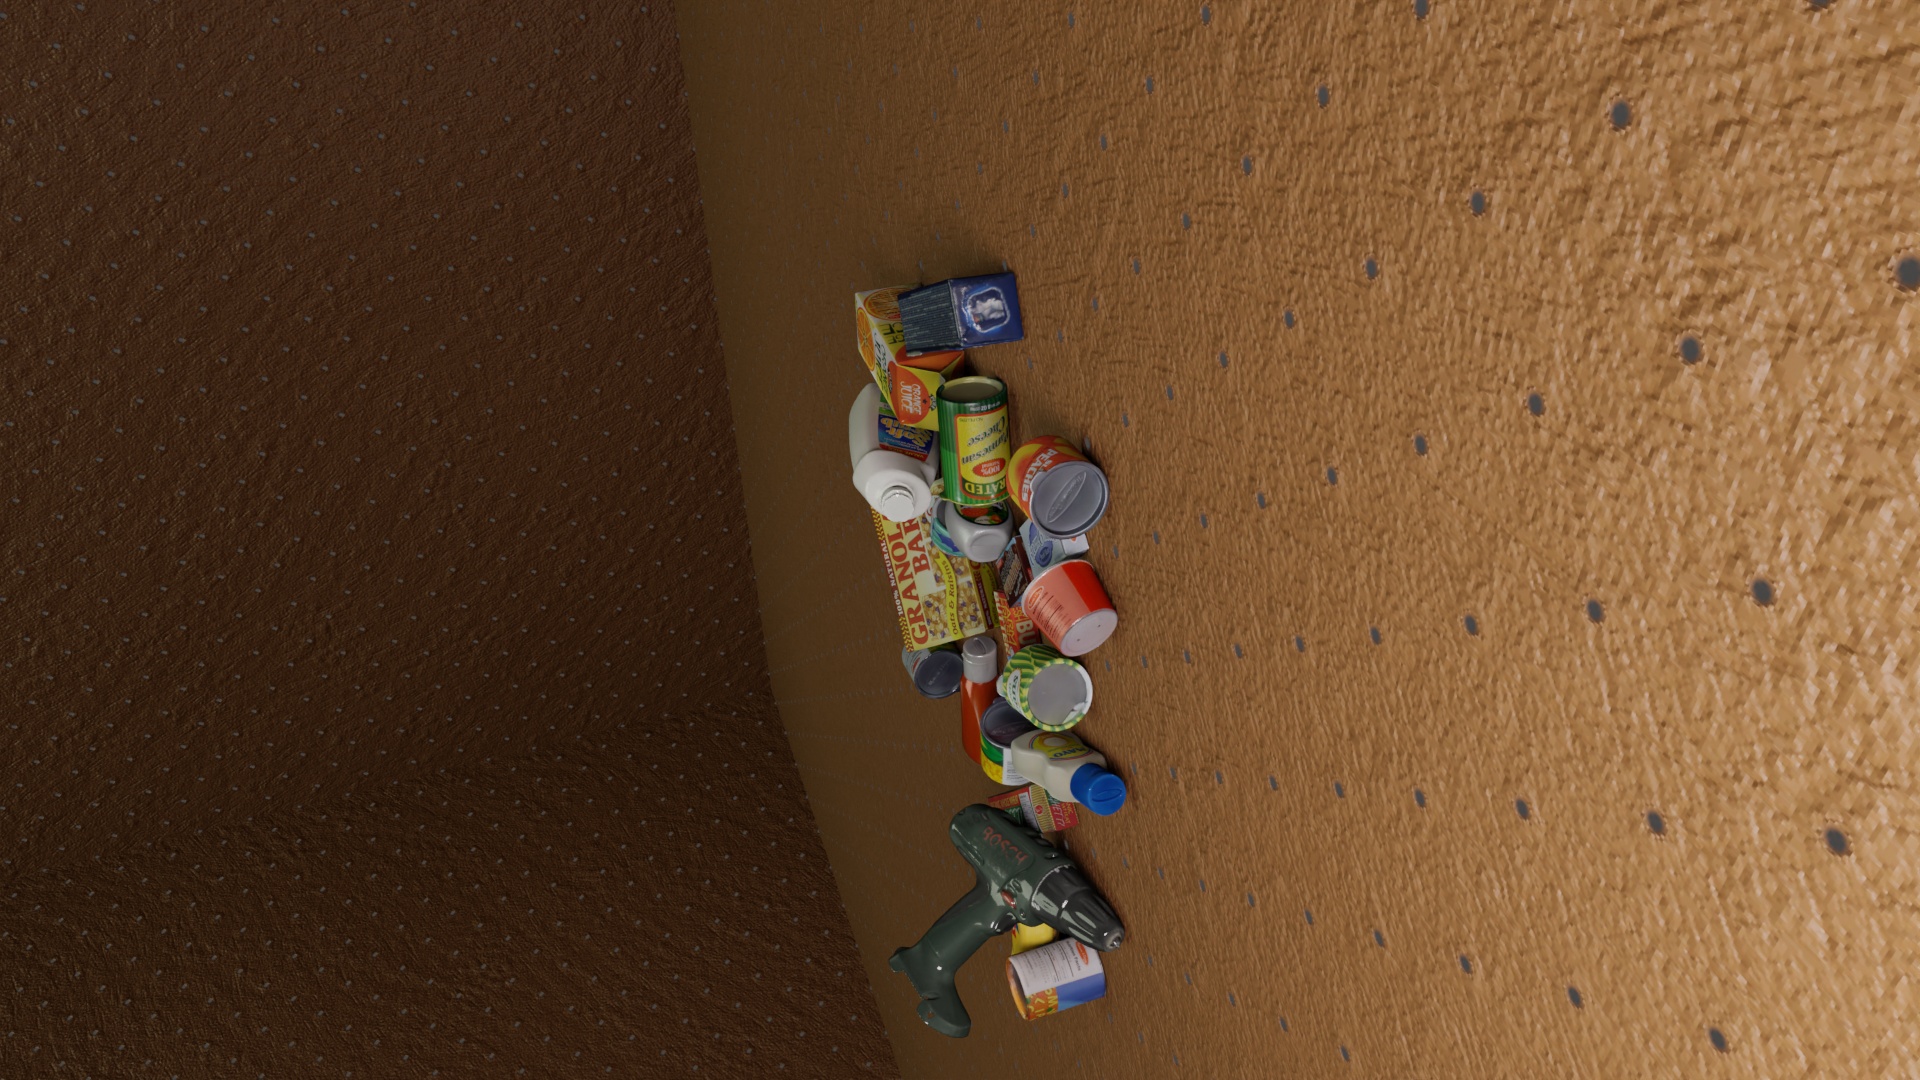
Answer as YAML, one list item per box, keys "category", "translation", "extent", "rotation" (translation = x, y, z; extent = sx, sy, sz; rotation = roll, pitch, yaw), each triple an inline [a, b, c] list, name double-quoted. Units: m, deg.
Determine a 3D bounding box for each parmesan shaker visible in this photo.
- category: "parmesan shaker"
  translation: [0.011, -0.092, 1.280]
  extent: [0.071, 0.071, 0.102]
  rotation: [-127, 28, -58]

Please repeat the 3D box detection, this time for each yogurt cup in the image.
- category: "yogurt cup"
  translation: [0.091, 0.056, 1.122]
  extent: [0.054, 0.072, 0.072]
  rotation: [56, 156, 35]

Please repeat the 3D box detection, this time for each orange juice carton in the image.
- category: "orange juice carton"
  translation: [-0.046, -0.184, 1.415]
  extent: [0.193, 0.073, 0.071]
  rotation: [-119, 22, -47]

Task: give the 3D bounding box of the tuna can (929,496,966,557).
- category: "tuna can"
  translation: [0.005, -0.017, 1.387]
  extent: [0.032, 0.071, 0.071]
  rotation: [97, 156, -51]

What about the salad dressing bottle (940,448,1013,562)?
- category: "salad dressing bottle"
  translation: [0.011, -0.044, 1.354]
  extent: [0.148, 0.064, 0.043]
  rotation: [-107, 21, -45]

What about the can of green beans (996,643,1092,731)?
- category: "can of green beans"
  translation: [0.077, 0.130, 1.232]
  extent: [0.058, 0.071, 0.071]
  rotation: [-153, 52, -71]

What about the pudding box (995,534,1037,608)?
- category: "pudding box"
  translation: [0.060, 0.028, 1.280]
  extent: [0.083, 0.030, 0.050]
  rotation: [121, 135, -70]

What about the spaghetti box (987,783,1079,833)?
- category: "spaghetti box"
  translation: [0.072, 0.283, 1.461]
  extent: [0.249, 0.029, 0.050]
  rotation: [129, 126, -72]

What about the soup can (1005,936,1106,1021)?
- category: "soup can"
  translation: [0.096, 0.440, 1.398]
  extent: [0.071, 0.084, 0.071]
  rotation: [168, 89, -76]

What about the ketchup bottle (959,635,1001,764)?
- category: "ketchup bottle"
  translation: [0.023, 0.173, 1.526]
  extent: [0.065, 0.043, 0.148]
  rotation: [-123, 24, -51]

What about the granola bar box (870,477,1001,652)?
- category: "granola bar box"
  translation: [-0.024, 0.025, 1.471]
  extent: [0.124, 0.039, 0.165]
  rotation: [-19, 82, 43]

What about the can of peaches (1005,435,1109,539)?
- category: "can of peaches"
  translation: [0.073, -0.044, 1.085]
  extent: [0.058, 0.071, 0.071]
  rotation: [-126, 27, -59]

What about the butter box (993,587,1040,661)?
- category: "butter box"
  translation: [0.059, 0.096, 1.354]
  extent: [0.053, 0.024, 0.103]
  rotation: [-174, 72, -76]

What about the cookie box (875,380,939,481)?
- category: "cookie box"
  translation: [-0.062, -0.114, 1.604]
  extent: [0.123, 0.040, 0.166]
  rotation: [-121, 23, -51]

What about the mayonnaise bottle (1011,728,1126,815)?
- category: "mayonnaise bottle"
  translation: [0.098, 0.204, 1.231]
  extent: [0.148, 0.065, 0.041]
  rotation: [-161, 63, -69]

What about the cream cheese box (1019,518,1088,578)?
- category: "cream cheese box"
  translation: [0.079, -0.002, 1.192]
  extent: [0.103, 0.024, 0.053]
  rotation: [126, 130, -71]

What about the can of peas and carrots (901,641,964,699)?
- category: "can of peas and carrots"
  translation: [-0.030, 0.148, 1.669]
  extent: [0.059, 0.071, 0.070]
  rotation: [-127, 28, -59]

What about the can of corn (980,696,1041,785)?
- category: "can of corn"
  translation: [0.052, 0.200, 1.391]
  extent: [0.071, 0.071, 0.058]
  rotation: [-118, 20, -46]
